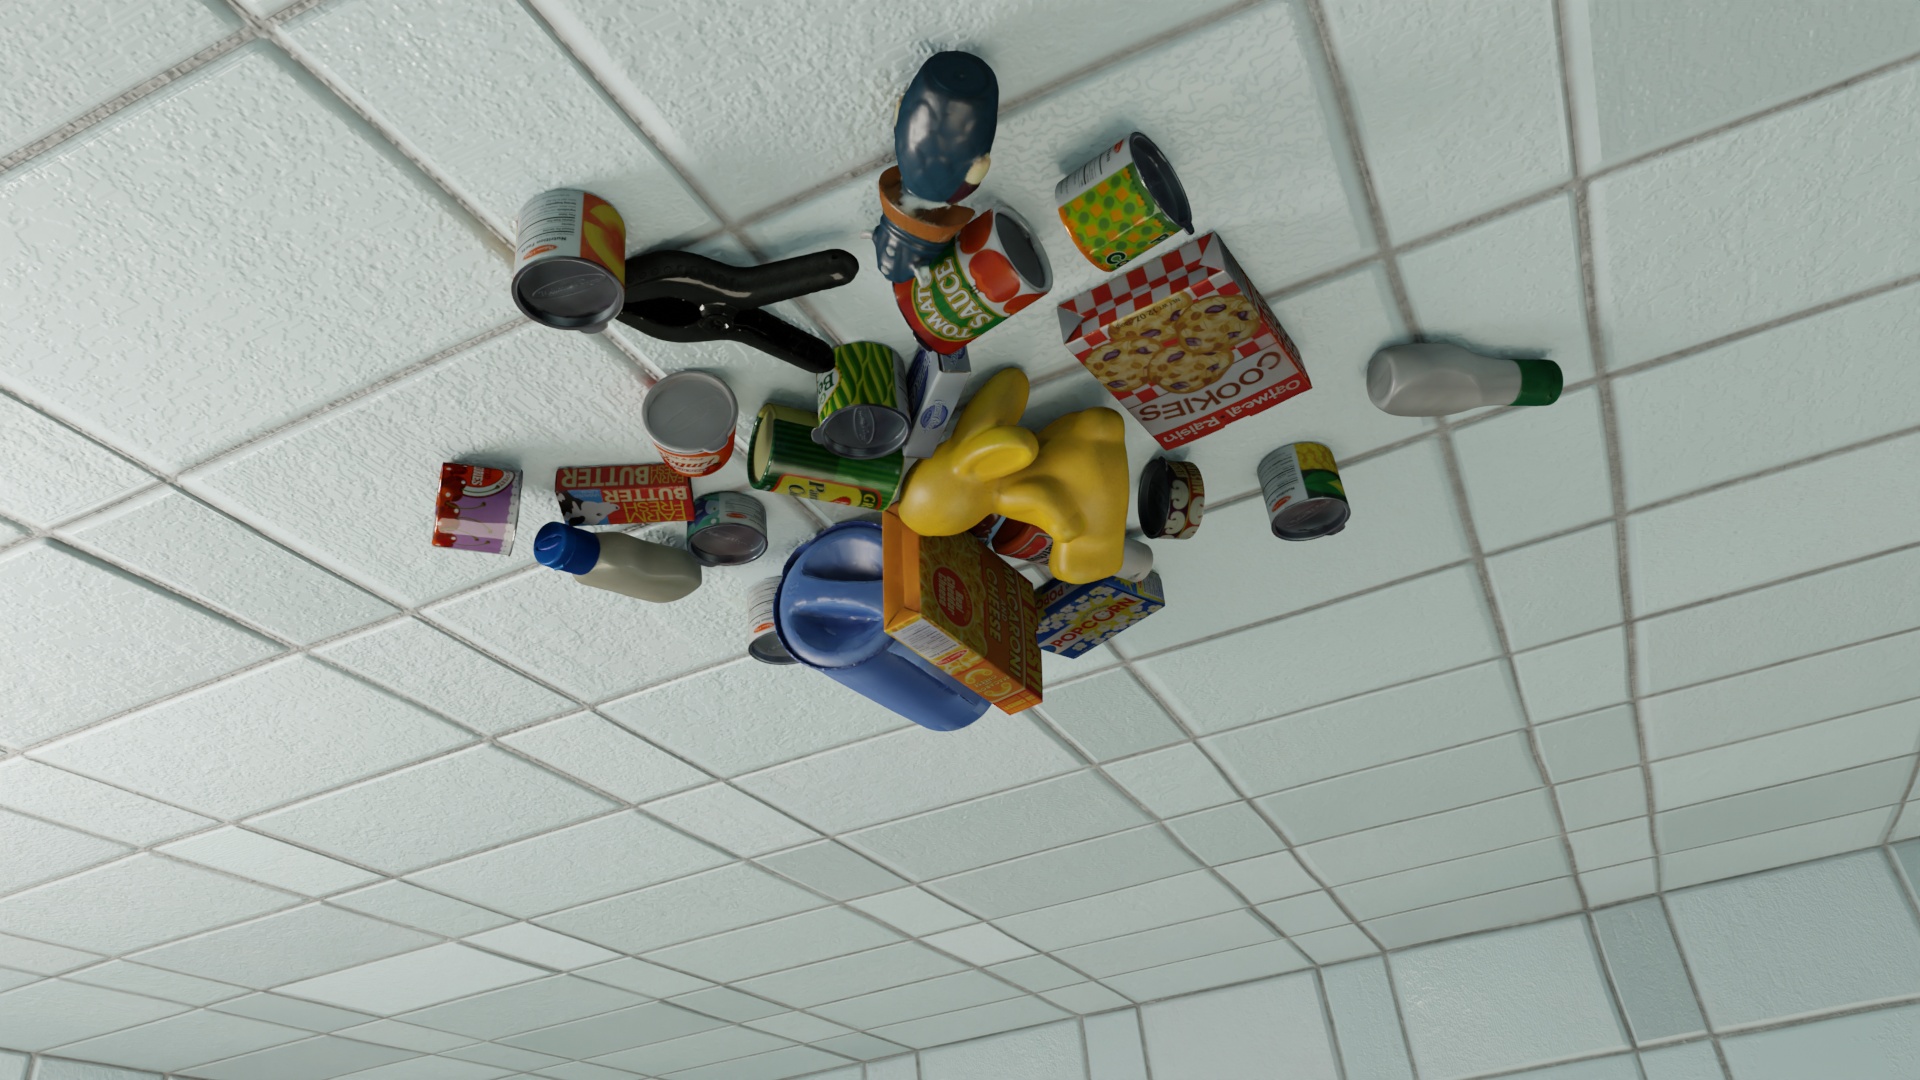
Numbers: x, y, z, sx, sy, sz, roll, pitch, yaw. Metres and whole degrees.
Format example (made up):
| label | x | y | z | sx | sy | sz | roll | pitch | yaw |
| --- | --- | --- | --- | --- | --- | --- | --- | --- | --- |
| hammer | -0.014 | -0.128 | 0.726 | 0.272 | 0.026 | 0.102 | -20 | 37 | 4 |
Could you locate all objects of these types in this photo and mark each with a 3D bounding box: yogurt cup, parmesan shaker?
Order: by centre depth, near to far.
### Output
| label | x | y | z | sx | sy | sz | roll | pitch | yaw |
| --- | --- | --- | --- | --- | --- | --- | --- | --- | --- |
| yogurt cup | -0.193 | -0.081 | 1.002 | 0.072 | 0.072 | 0.053 | -3 | 156 | -6 |
| parmesan shaker | -0.103 | -0.062 | 1.049 | 0.103 | 0.071 | 0.071 | 9 | 145 | -24 |

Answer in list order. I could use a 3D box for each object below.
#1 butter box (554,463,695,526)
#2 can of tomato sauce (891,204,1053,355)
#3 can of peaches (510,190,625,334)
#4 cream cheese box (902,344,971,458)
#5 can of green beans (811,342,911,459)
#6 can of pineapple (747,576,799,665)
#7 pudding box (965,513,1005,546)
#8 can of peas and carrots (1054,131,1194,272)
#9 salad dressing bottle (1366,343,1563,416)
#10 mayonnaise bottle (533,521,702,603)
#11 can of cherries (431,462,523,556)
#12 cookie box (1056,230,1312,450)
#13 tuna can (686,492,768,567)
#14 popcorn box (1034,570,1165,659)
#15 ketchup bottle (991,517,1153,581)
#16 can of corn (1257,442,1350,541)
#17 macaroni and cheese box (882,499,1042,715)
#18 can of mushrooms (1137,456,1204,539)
| label | x | y | z | sx | sy | sz | roll | pitch | yaw |
| --- | --- | --- | --- | --- | --- | --- | --- | --- | --- |
| butter box | -0.263 | -0.036 | 1.097 | 0.103 | 0.024 | 0.053 | -3 | 149 | -6 |
| can of tomato sauce | 0.008 | -0.167 | 0.896 | 0.083 | 0.071 | 0.071 | -28 | 142 | 29 |
| can of peaches | -0.239 | -0.170 | 0.853 | 0.071 | 0.058 | 0.071 | -6 | 148 | -3 |
| cream cheese box | -0.021 | -0.110 | 0.998 | 0.024 | 0.053 | 0.103 | 2 | 147 | -18 |
| can of green beans | -0.070 | -0.101 | 0.999 | 0.071 | 0.058 | 0.071 | -5 | 148 | -3 |
| can of pineapple | -0.159 | 0.074 | 1.262 | 0.071 | 0.058 | 0.070 | -5 | 148 | -3 |
| pudding box | 0.004 | -0.015 | 1.179 | 0.050 | 0.030 | 0.083 | 6 | 146 | -18 |
| can of peas and carrots | 0.101 | -0.205 | 0.854 | 0.058 | 0.071 | 0.071 | -27 | 143 | 31 |
| salad dressing bottle | 0.389 | -0.123 | 1.070 | 0.148 | 0.044 | 0.064 | 0 | 146 | -13 |
| mayonnaise bottle | -0.281 | 0.018 | 1.137 | 0.064 | 0.041 | 0.148 | -19 | 158 | 26 |
| can of cherries | -0.367 | -0.026 | 1.055 | 0.058 | 0.072 | 0.071 | 8 | 145 | -21 |
| cookie box | 0.165 | -0.137 | 1.003 | 0.122 | 0.040 | 0.167 | -23 | 145 | 24 |
| tuna can | -0.194 | -0.008 | 1.147 | 0.071 | 0.033 | 0.070 | -5 | 148 | -3 |
| popcorn box | 0.119 | 0.063 | 1.320 | 0.085 | 0.038 | 0.126 | 19 | 140 | -37 |
| ketchup bottle | 0.102 | 0.003 | 1.214 | 0.149 | 0.044 | 0.064 | 15 | 148 | -32 |
| can of corn | 0.289 | -0.040 | 1.167 | 0.071 | 0.058 | 0.070 | -5 | 148 | -3 |
| macaroni and cheese box | 0.004 | 0.053 | 1.133 | 0.040 | 0.124 | 0.166 | -27 | 136 | 27 |
| can of mushrooms | 0.174 | -0.035 | 1.146 | 0.033 | 0.071 | 0.070 | 3 | 147 | -15 |
